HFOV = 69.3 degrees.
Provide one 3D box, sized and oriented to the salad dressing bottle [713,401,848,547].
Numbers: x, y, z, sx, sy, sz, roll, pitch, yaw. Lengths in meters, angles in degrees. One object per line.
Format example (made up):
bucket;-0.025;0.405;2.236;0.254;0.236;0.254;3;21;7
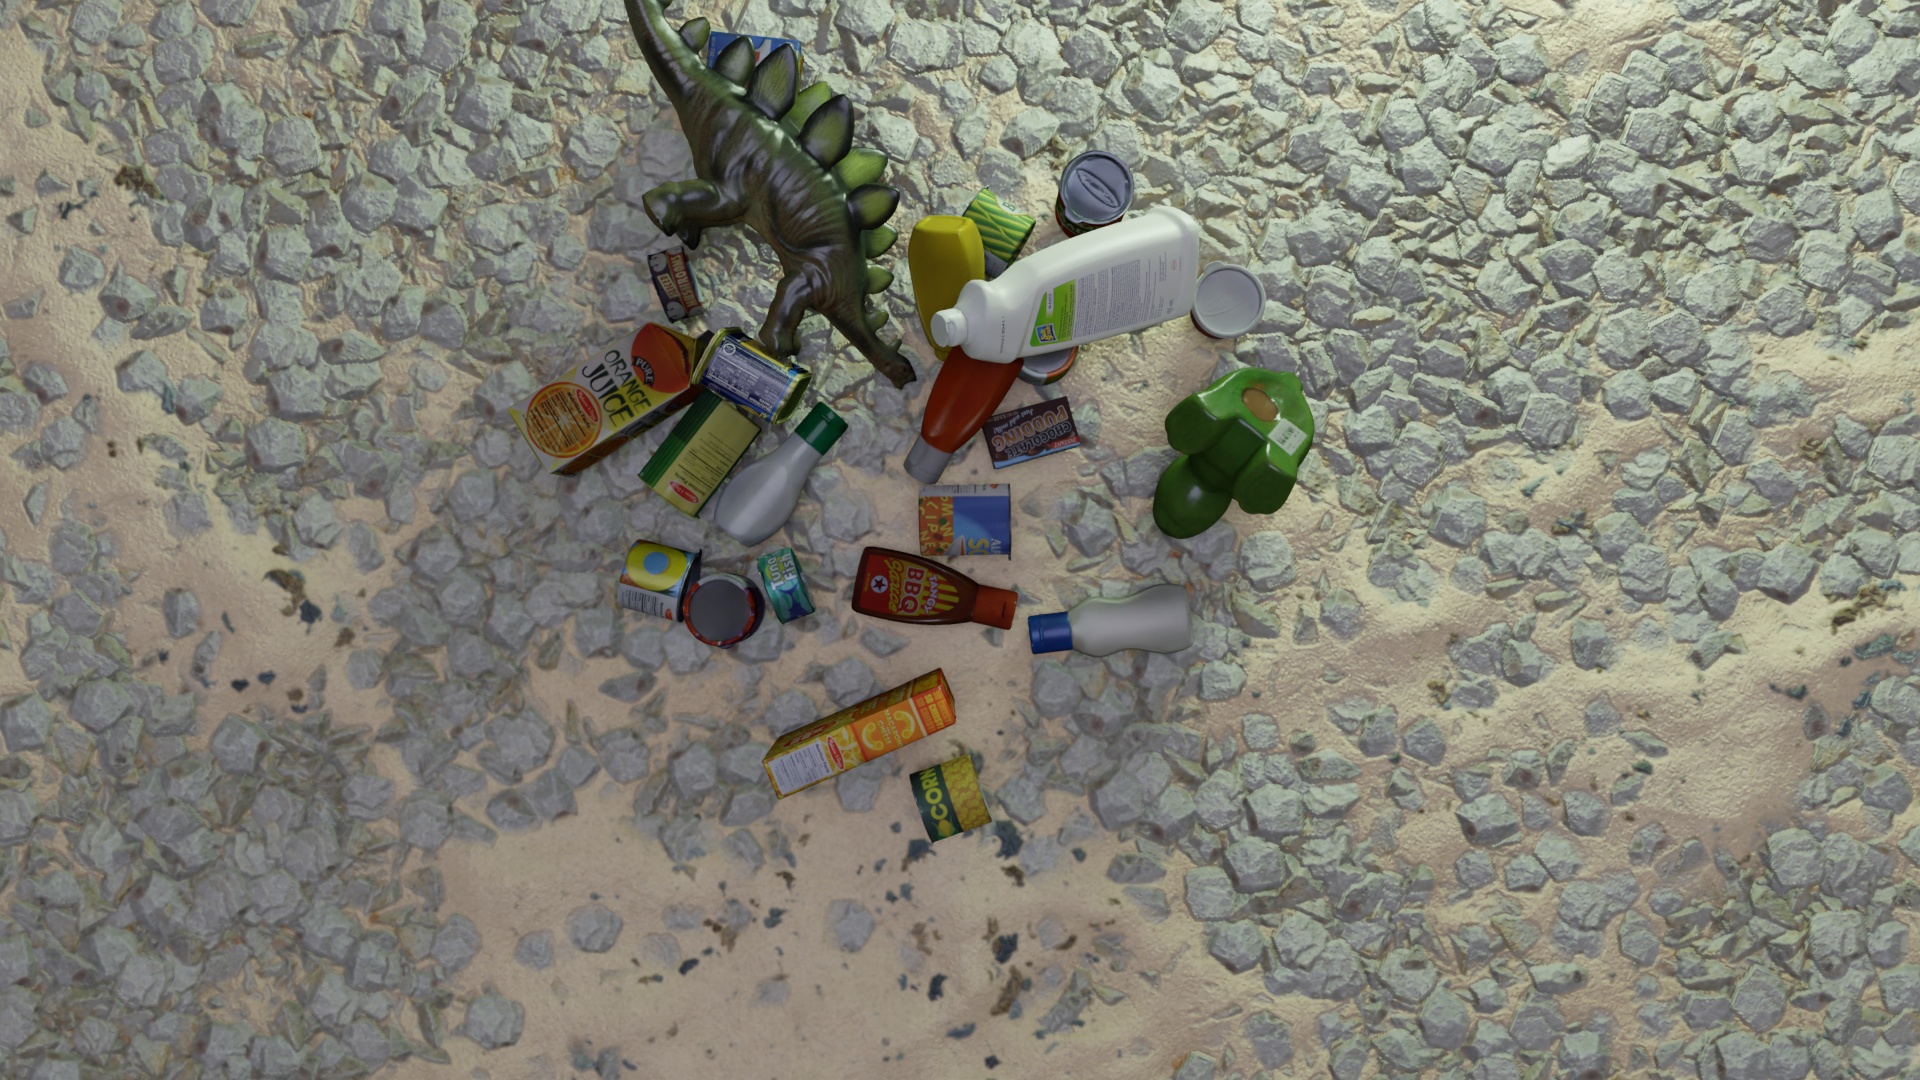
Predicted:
salad dressing bottle;-0.164;-0.062;1.285;0.064;0.044;0.147;41;88;3

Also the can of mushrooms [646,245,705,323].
can of mushrooms;-0.261;-0.235;1.275;0.033;0.071;0.071;-17;89;-1

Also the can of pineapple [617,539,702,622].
can of pineapple;-0.275;0.035;1.273;0.058;0.071;0.071;15;89;1

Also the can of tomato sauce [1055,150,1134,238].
can of tomato sauce;0.120;-0.310;1.269;0.071;0.083;0.071;0;89;0

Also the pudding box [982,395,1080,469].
pudding box;0.065;-0.100;1.291;0.084;0.030;0.049;-15;90;0

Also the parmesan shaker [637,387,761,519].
parmesan shaker;-0.237;-0.080;1.276;0.071;0.071;0.103;37;89;1

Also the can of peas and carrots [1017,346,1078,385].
can of peas and carrots;0.076;-0.181;1.279;0.071;0.059;0.071;0;89;0

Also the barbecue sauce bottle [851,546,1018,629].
barbecue sauce bottle;-0.023;0.050;1.282;0.149;0.043;0.065;12;89;0

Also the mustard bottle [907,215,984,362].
mustard bottle;-0.009;-0.215;1.266;0.065;0.049;0.159;10;127;21

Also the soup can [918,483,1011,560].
soup can;0.005;-0.016;1.272;0.084;0.071;0.071;-1;89;1

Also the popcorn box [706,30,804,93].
popcorn box;-0.196;-0.403;1.295;0.085;0.038;0.126;7;89;2

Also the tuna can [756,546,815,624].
tuna can;-0.160;0.039;1.269;0.033;0.071;0.071;-21;89;-1

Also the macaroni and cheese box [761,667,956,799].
macaroni and cheese box;-0.086;0.170;1.239;0.166;0.124;0.040;-23;92;0

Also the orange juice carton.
orange juice carton;-0.305;-0.138;1.273;0.193;0.072;0.073;-32;89;0

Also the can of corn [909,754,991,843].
can of corn;-0.009;0.234;1.264;0.058;0.071;0.071;-19;89;-1

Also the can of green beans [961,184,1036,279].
can of green beans;0.029;-0.281;1.278;0.058;0.071;0.071;32;89;0

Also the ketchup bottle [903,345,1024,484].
ketchup bottle;-0.003;-0.119;1.259;0.065;0.043;0.148;44;117;26

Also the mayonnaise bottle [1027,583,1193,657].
mayonnaise bottle;0.137;0.078;1.282;0.148;0.041;0.065;-7;87;1

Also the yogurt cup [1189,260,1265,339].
yogurt cup;0.243;-0.217;1.281;0.072;0.054;0.072;0;89;0

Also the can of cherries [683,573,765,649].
can of cherries;-0.216;0.066;1.274;0.071;0.058;0.071;0;88;0
